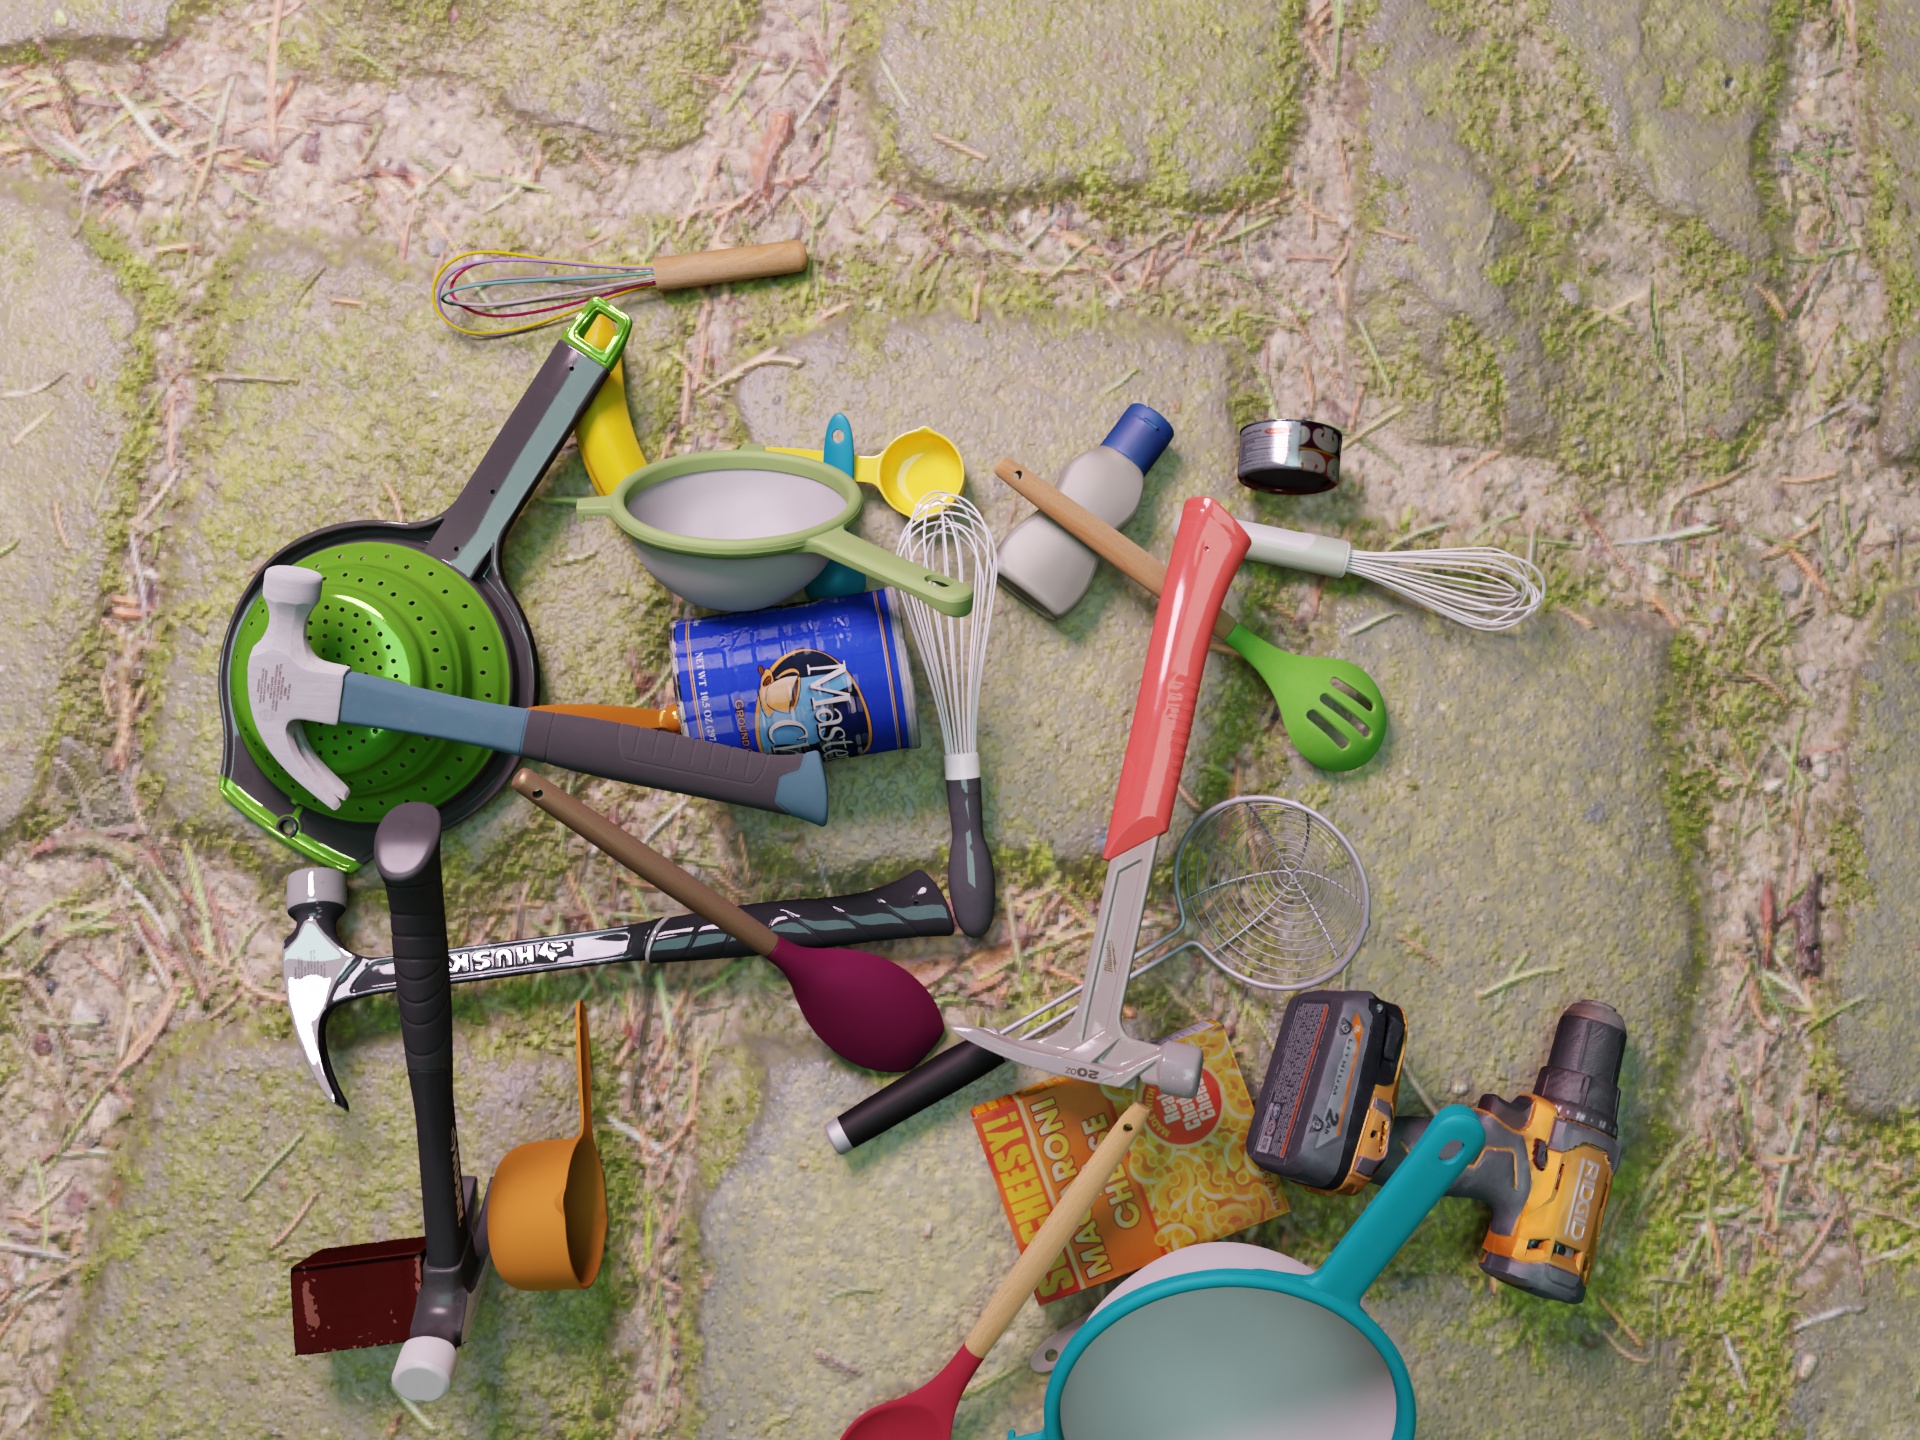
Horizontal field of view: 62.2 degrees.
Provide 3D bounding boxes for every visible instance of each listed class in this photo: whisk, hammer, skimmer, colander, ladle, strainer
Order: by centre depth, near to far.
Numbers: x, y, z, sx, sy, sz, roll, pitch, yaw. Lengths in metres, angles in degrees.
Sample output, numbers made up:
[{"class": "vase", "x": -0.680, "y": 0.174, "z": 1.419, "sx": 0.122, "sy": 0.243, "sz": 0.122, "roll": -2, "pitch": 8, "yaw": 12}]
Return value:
[{"class": "hammer", "x": -0.287, "y": 0.196, "z": 0.870, "sx": 0.035, "sy": 0.146, "sz": 0.334, "roll": 3, "pitch": 116, "yaw": -3}, {"class": "hammer", "x": -0.234, "y": 0.009, "z": 0.909, "sx": 0.331, "sy": 0.033, "sz": 0.128, "roll": 12, "pitch": 103, "yaw": -9}, {"class": "strainer", "x": 0.187, "y": 0.335, "z": 0.926, "sx": 0.211, "sy": 0.095, "sz": 0.340, "roll": 29, "pitch": 108, "yaw": -8}, {"class": "strainer", "x": -0.095, "y": -0.089, "z": 0.942, "sx": 0.256, "sy": 0.069, "sz": 0.151, "roll": 26, "pitch": 37, "yaw": 32}, {"class": "ladle", "x": 0.021, "y": 0.357, "z": 0.955, "sx": 0.069, "sy": 0.031, "sz": 0.315, "roll": 34, "pitch": 97, "yaw": 8}, {"class": "colander", "x": -0.324, "y": -0.092, "z": 0.965, "sx": 0.204, "sy": 0.094, "sz": 0.397, "roll": 33, "pitch": 90, "yaw": 0}, {"class": "hammer", "x": 0.105, "y": 0.038, "z": 0.966, "sx": 0.149, "sy": 0.036, "sz": 0.359, "roll": 11, "pitch": 82, "yaw": 14}, {"class": "skimmer", "x": 0.079, "y": 0.170, "z": 0.979, "sx": 0.363, "sy": 0.090, "sz": 0.127, "roll": -29, "pitch": 86, "yaw": -5}, {"class": "hammer", "x": -0.207, "y": 0.143, "z": 0.985, "sx": 0.409, "sy": 0.036, "sz": 0.149, "roll": -6, "pitch": 67, "yaw": -6}, {"class": "whisk", "x": -0.002, "y": -0.003, "z": 1.007, "sx": 0.070, "sy": 0.070, "sz": 0.284, "roll": -5, "pitch": 92, "yaw": -3}, {"class": "whisk", "x": 0.259, "y": -0.104, "z": 1.042, "sx": 0.246, "sy": 0.059, "sz": 0.058, "roll": 12, "pitch": 45, "yaw": 3}, {"class": "whisk", "x": -0.223, "y": -0.293, "z": 1.043, "sx": 0.245, "sy": 0.051, "sz": 0.047, "roll": -10, "pitch": 78, "yaw": -7}]

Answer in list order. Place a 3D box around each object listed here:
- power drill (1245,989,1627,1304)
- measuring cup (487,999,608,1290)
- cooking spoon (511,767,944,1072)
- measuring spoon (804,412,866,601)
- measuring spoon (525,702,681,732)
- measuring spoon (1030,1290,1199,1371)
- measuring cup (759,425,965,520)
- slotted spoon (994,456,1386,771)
[{"class": "power drill", "x": 0.307, "y": 0.234, "z": 0.979, "sx": 0.226, "sy": 0.084, "sz": 0.185, "roll": 24, "pitch": 75, "yaw": -12}, {"class": "measuring cup", "x": -0.252, "y": 0.258, "z": 0.968, "sx": 0.052, "sy": 0.095, "sz": 0.174, "roll": -7, "pitch": 66, "yaw": 1}, {"class": "cooking spoon", "x": -0.132, "y": 0.121, "z": 0.945, "sx": 0.318, "sy": 0.017, "sz": 0.069, "roll": 39, "pitch": 94, "yaw": -24}, {"class": "measuring spoon", "x": -0.082, "y": -0.133, "z": 1.024, "sx": 0.042, "sy": 0.021, "sz": 0.128, "roll": 4, "pitch": 98, "yaw": 12}, {"class": "measuring spoon", "x": -0.225, "y": 0.000, "z": 1.001, "sx": 0.117, "sy": 0.011, "sz": 0.021, "roll": -1, "pitch": 90, "yaw": -27}, {"class": "measuring spoon", "x": 0.098, "y": 0.373, "z": 0.993, "sx": 0.124, "sy": 0.018, "sz": 0.034, "roll": -30, "pitch": 86, "yaw": -5}, {"class": "measuring cup", "x": -0.072, "y": -0.164, "z": 1.048, "sx": 0.156, "sy": 0.029, "sz": 0.062, "roll": 5, "pitch": 89, "yaw": 10}, {"class": "slotted spoon", "x": 0.150, "y": -0.071, "z": 1.016, "sx": 0.313, "sy": 0.031, "sz": 0.070, "roll": 35, "pitch": 84, "yaw": -7}]
